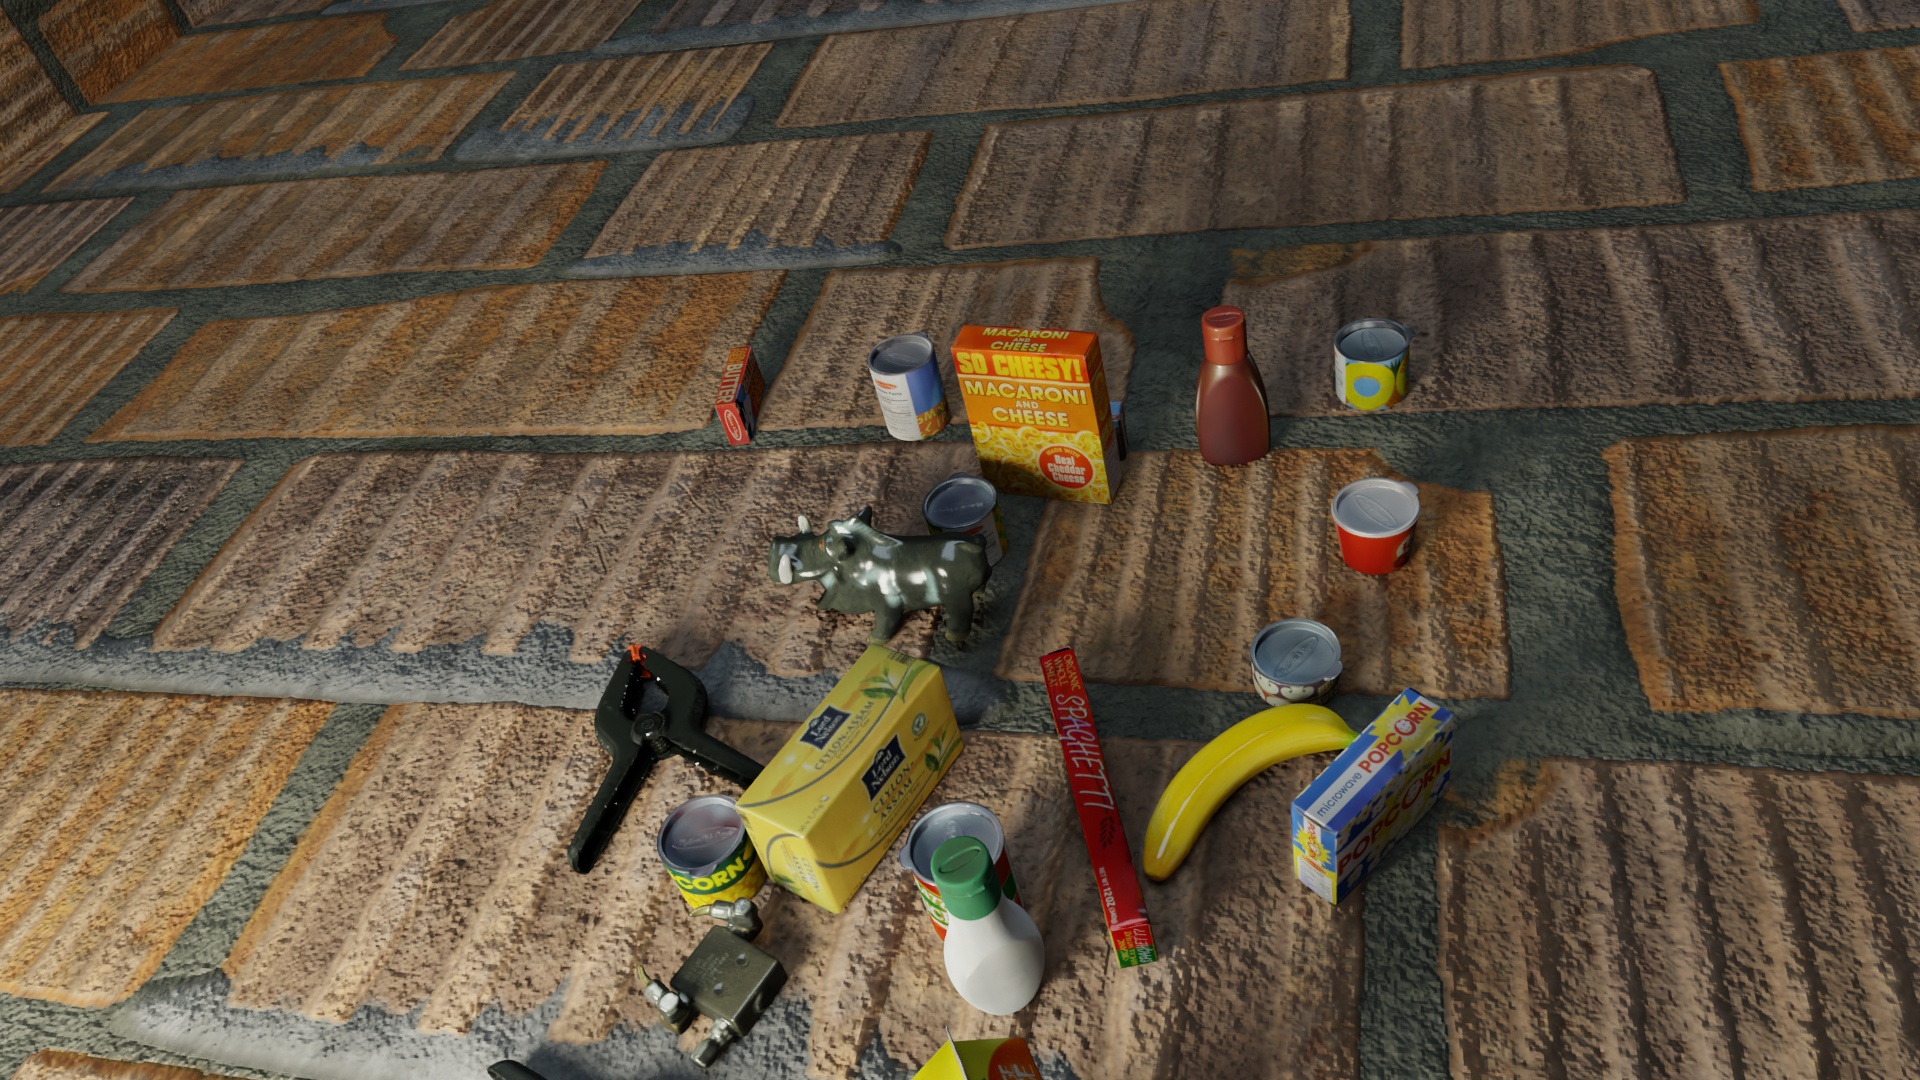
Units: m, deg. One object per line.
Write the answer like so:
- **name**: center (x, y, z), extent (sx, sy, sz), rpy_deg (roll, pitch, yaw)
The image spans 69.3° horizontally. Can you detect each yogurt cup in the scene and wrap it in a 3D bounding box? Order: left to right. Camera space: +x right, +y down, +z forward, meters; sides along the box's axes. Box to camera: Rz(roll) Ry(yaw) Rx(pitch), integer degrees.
- **yogurt cup**: center (0.334, -0.009, 1.117), extent (0.072, 0.053, 0.073), rpy_deg (-8, 42, 8)

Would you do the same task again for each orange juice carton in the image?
- **orange juice carton**: center (0.023, 0.332, 0.735), extent (0.073, 0.191, 0.072), rpy_deg (-22, 42, -7)

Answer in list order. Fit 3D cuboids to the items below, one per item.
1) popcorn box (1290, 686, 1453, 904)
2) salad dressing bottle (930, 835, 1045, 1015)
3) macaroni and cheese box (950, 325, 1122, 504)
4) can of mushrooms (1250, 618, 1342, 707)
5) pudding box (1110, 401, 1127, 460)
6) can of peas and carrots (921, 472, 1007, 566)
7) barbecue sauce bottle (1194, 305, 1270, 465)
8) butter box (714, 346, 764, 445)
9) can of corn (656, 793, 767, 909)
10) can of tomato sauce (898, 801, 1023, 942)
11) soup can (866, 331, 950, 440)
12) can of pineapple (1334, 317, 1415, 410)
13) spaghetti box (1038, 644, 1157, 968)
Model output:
- **popcorn box**: center (0.273, 0.169, 0.919), extent (0.127, 0.084, 0.038), rpy_deg (-37, 46, -23)
- **salad dressing bottle**: center (0.015, 0.241, 0.870), extent (0.064, 0.147, 0.044), rpy_deg (-27, 43, -12)
- **macaroni and cheese box**: center (0.069, -0.110, 1.220), extent (0.124, 0.165, 0.040), rpy_deg (7, 46, 23)
- **can of mushrooms**: center (0.254, 0.095, 1.043), extent (0.071, 0.033, 0.071), rpy_deg (-8, 42, 8)
- **pudding box**: center (0.110, -0.100, 1.284), extent (0.084, 0.049, 0.030), rpy_deg (-2, 44, 15)
- **can of peas and carrots**: center (0.004, -0.015, 1.217), extent (0.071, 0.058, 0.071), rpy_deg (-8, 42, 8)
- **barbecue sauce bottle**: center (0.234, -0.134, 1.210), extent (0.065, 0.147, 0.044), rpy_deg (-7, 42, 10)
- **butter box**: center (-0.227, -0.150, 1.435), extent (0.024, 0.053, 0.104), rpy_deg (-7, 42, 10)
- **can of corn**: center (-0.179, 0.230, 1.006), extent (0.071, 0.058, 0.071), rpy_deg (-8, 42, 8)
- **can of tomato sauce**: center (0.002, 0.228, 0.936), extent (0.071, 0.082, 0.071), rpy_deg (-8, 42, 8)
- **soup can**: center (-0.048, -0.151, 1.360), extent (0.071, 0.083, 0.072), rpy_deg (-8, 42, 8)
- **can of pineapple**: center (0.377, -0.160, 1.264), extent (0.071, 0.057, 0.071), rpy_deg (-8, 42, 8)
- **spaghetti box**: center (0.095, 0.180, 0.985), extent (0.029, 0.050, 0.251), rpy_deg (-14, 42, 2)
